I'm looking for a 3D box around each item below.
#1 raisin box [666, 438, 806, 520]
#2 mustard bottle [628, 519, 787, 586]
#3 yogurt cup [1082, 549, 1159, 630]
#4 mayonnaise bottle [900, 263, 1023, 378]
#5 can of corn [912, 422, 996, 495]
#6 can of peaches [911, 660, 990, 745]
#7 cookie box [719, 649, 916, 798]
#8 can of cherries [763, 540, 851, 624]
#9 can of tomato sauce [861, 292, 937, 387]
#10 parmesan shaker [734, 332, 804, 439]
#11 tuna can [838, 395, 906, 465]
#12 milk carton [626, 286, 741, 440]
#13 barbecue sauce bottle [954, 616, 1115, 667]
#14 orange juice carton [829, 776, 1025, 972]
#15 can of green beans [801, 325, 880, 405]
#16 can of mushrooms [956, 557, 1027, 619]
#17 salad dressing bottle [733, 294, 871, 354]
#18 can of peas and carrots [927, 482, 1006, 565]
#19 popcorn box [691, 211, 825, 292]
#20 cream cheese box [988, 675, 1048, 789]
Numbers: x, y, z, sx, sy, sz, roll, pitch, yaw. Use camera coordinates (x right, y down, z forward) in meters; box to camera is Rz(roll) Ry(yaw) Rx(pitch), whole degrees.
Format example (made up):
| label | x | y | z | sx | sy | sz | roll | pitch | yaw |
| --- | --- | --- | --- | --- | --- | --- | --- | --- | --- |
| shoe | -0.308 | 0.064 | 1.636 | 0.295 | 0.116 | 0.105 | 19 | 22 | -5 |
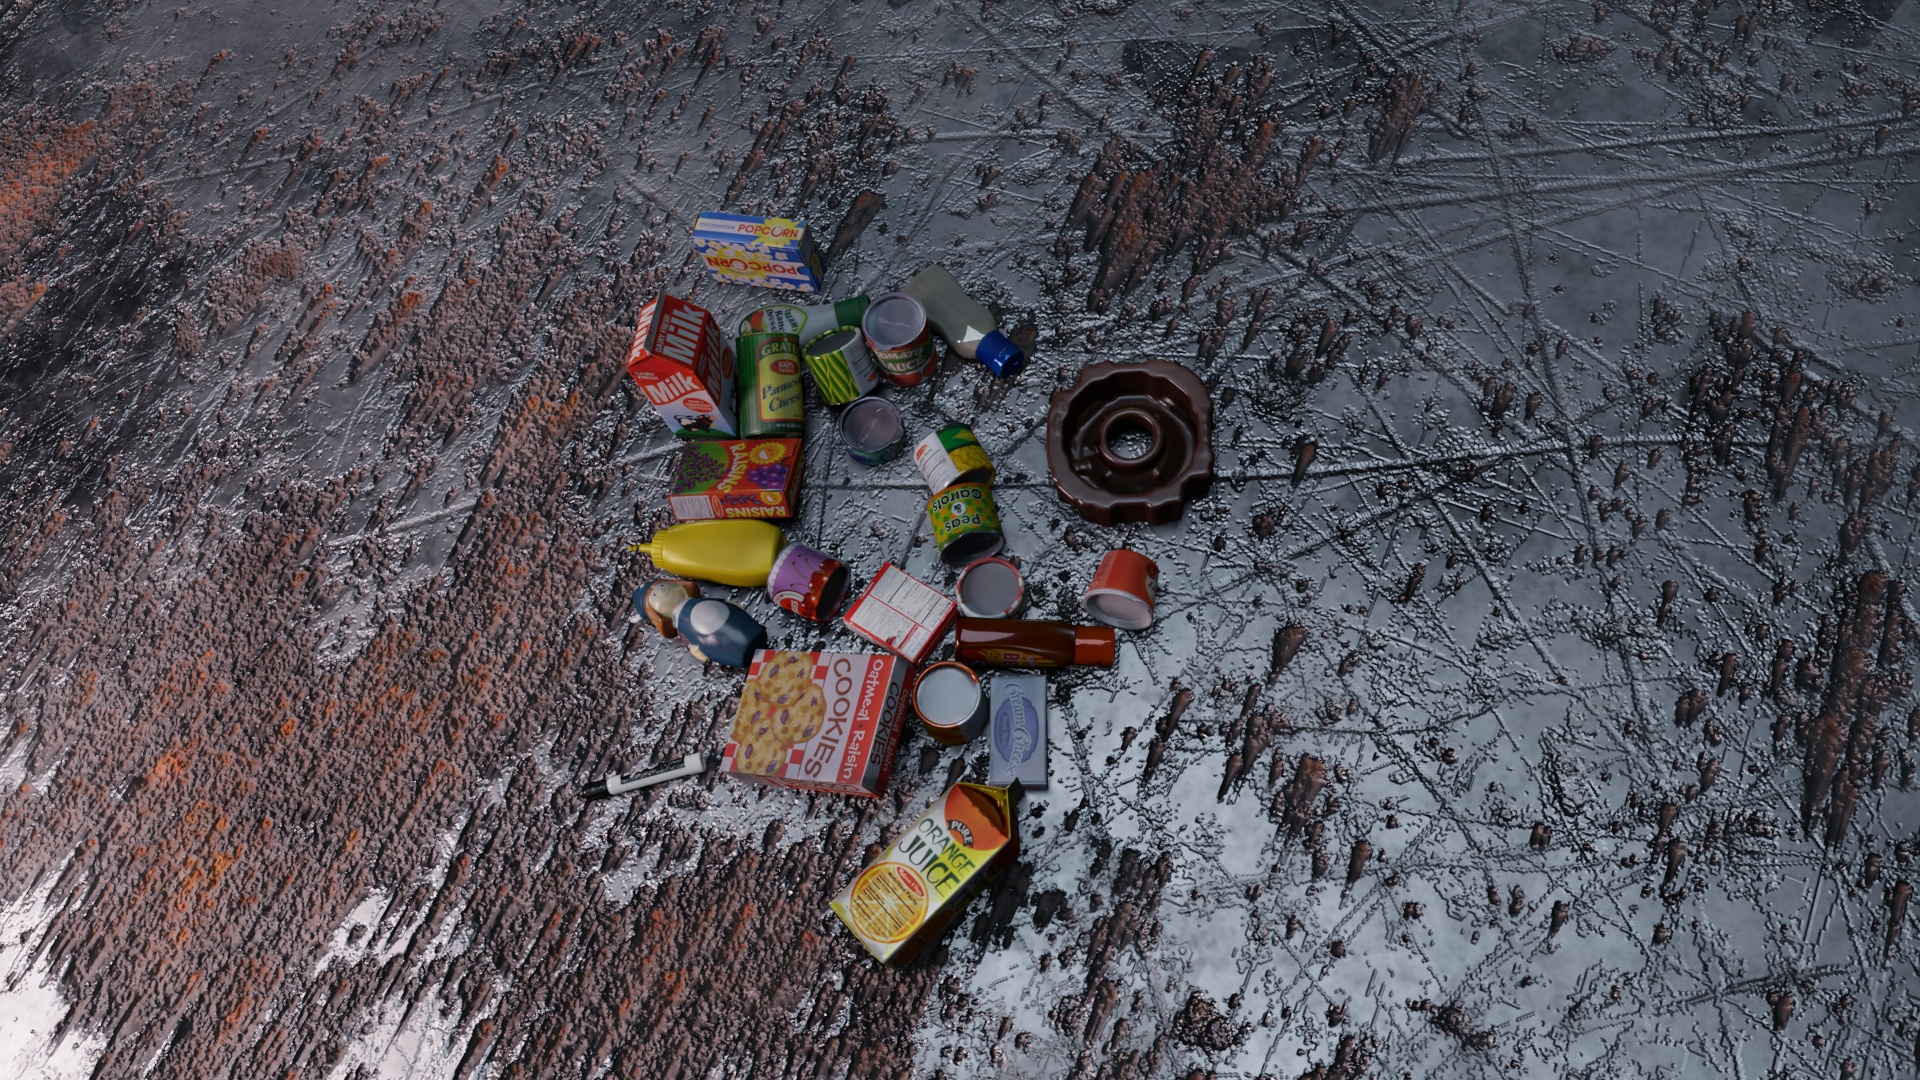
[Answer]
| label | x | y | z | sx | sy | sz | roll | pitch | yaw |
| --- | --- | --- | --- | --- | --- | --- | --- | --- | --- |
| raisin box | -0.226 | -0.063 | 1.412 | 0.123 | 0.039 | 0.086 | -1 | 41 | 8 |
| mustard bottle | -0.256 | 0.010 | 1.394 | 0.160 | 0.048 | 0.065 | 4 | 68 | 11 |
| yogurt cup | 0.154 | 0.045 | 1.306 | 0.072 | 0.072 | 0.054 | 13 | 61 | 14 |
| mayonnaise bottle | 0.004 | -0.228 | 1.466 | 0.065 | 0.041 | 0.148 | -43 | 68 | -10 |
| can of corn | -0.004 | -0.075 | 1.385 | 0.071 | 0.071 | 0.058 | -28 | 65 | -4 |
| can of peaches | -0.011 | 0.150 | 1.286 | 0.071 | 0.058 | 0.071 | -3 | 66 | 7 |
| cookie box | -0.131 | 0.166 | 1.278 | 0.167 | 0.040 | 0.123 | -1 | 63 | 33 |
| can of cherries | -0.148 | 0.043 | 1.352 | 0.058 | 0.071 | 0.072 | 23 | 71 | 16 |
| can of tomato sauce | -0.062 | -0.206 | 1.442 | 0.071 | 0.082 | 0.071 | -3 | 66 | 8 |
| parmesan shaker | -0.194 | -0.159 | 1.436 | 0.071 | 0.071 | 0.103 | -5 | 88 | 7 |
| tuna can | -0.088 | -0.112 | 1.431 | 0.071 | 0.032 | 0.071 | -3 | 65 | 8 |
| milk carton | -0.278 | -0.175 | 1.403 | 0.073 | 0.190 | 0.072 | 4 | 67 | 11 |
| barbecue sauce bottle | 0.069 | 0.096 | 1.298 | 0.149 | 0.064 | 0.044 | 2 | 67 | 0 |
| orange juice carton | -0.015 | 0.281 | 1.219 | 0.193 | 0.071 | 0.073 | -43 | 67 | -11 |
| can of green beans | -0.124 | -0.182 | 1.441 | 0.071 | 0.057 | 0.071 | -16 | 31 | 10 |
| can of mushrooms | 0.031 | 0.049 | 1.339 | 0.071 | 0.033 | 0.071 | -4 | 65 | 8 |
| salad dressing bottle | -0.166 | -0.230 | 1.491 | 0.148 | 0.044 | 0.064 | -13 | 70 | 3 |
| can of peas and carrots | 0.005 | -0.017 | 1.352 | 0.071 | 0.070 | 0.059 | -16 | 64 | 2 |
| popcorn box | -0.220 | -0.315 | 1.516 | 0.127 | 0.085 | 0.038 | 9 | 67 | 13 |
| cream cheese box | 0.054 | 0.177 | 1.281 | 0.053 | 0.024 | 0.104 | -2 | 65 | 8 |
